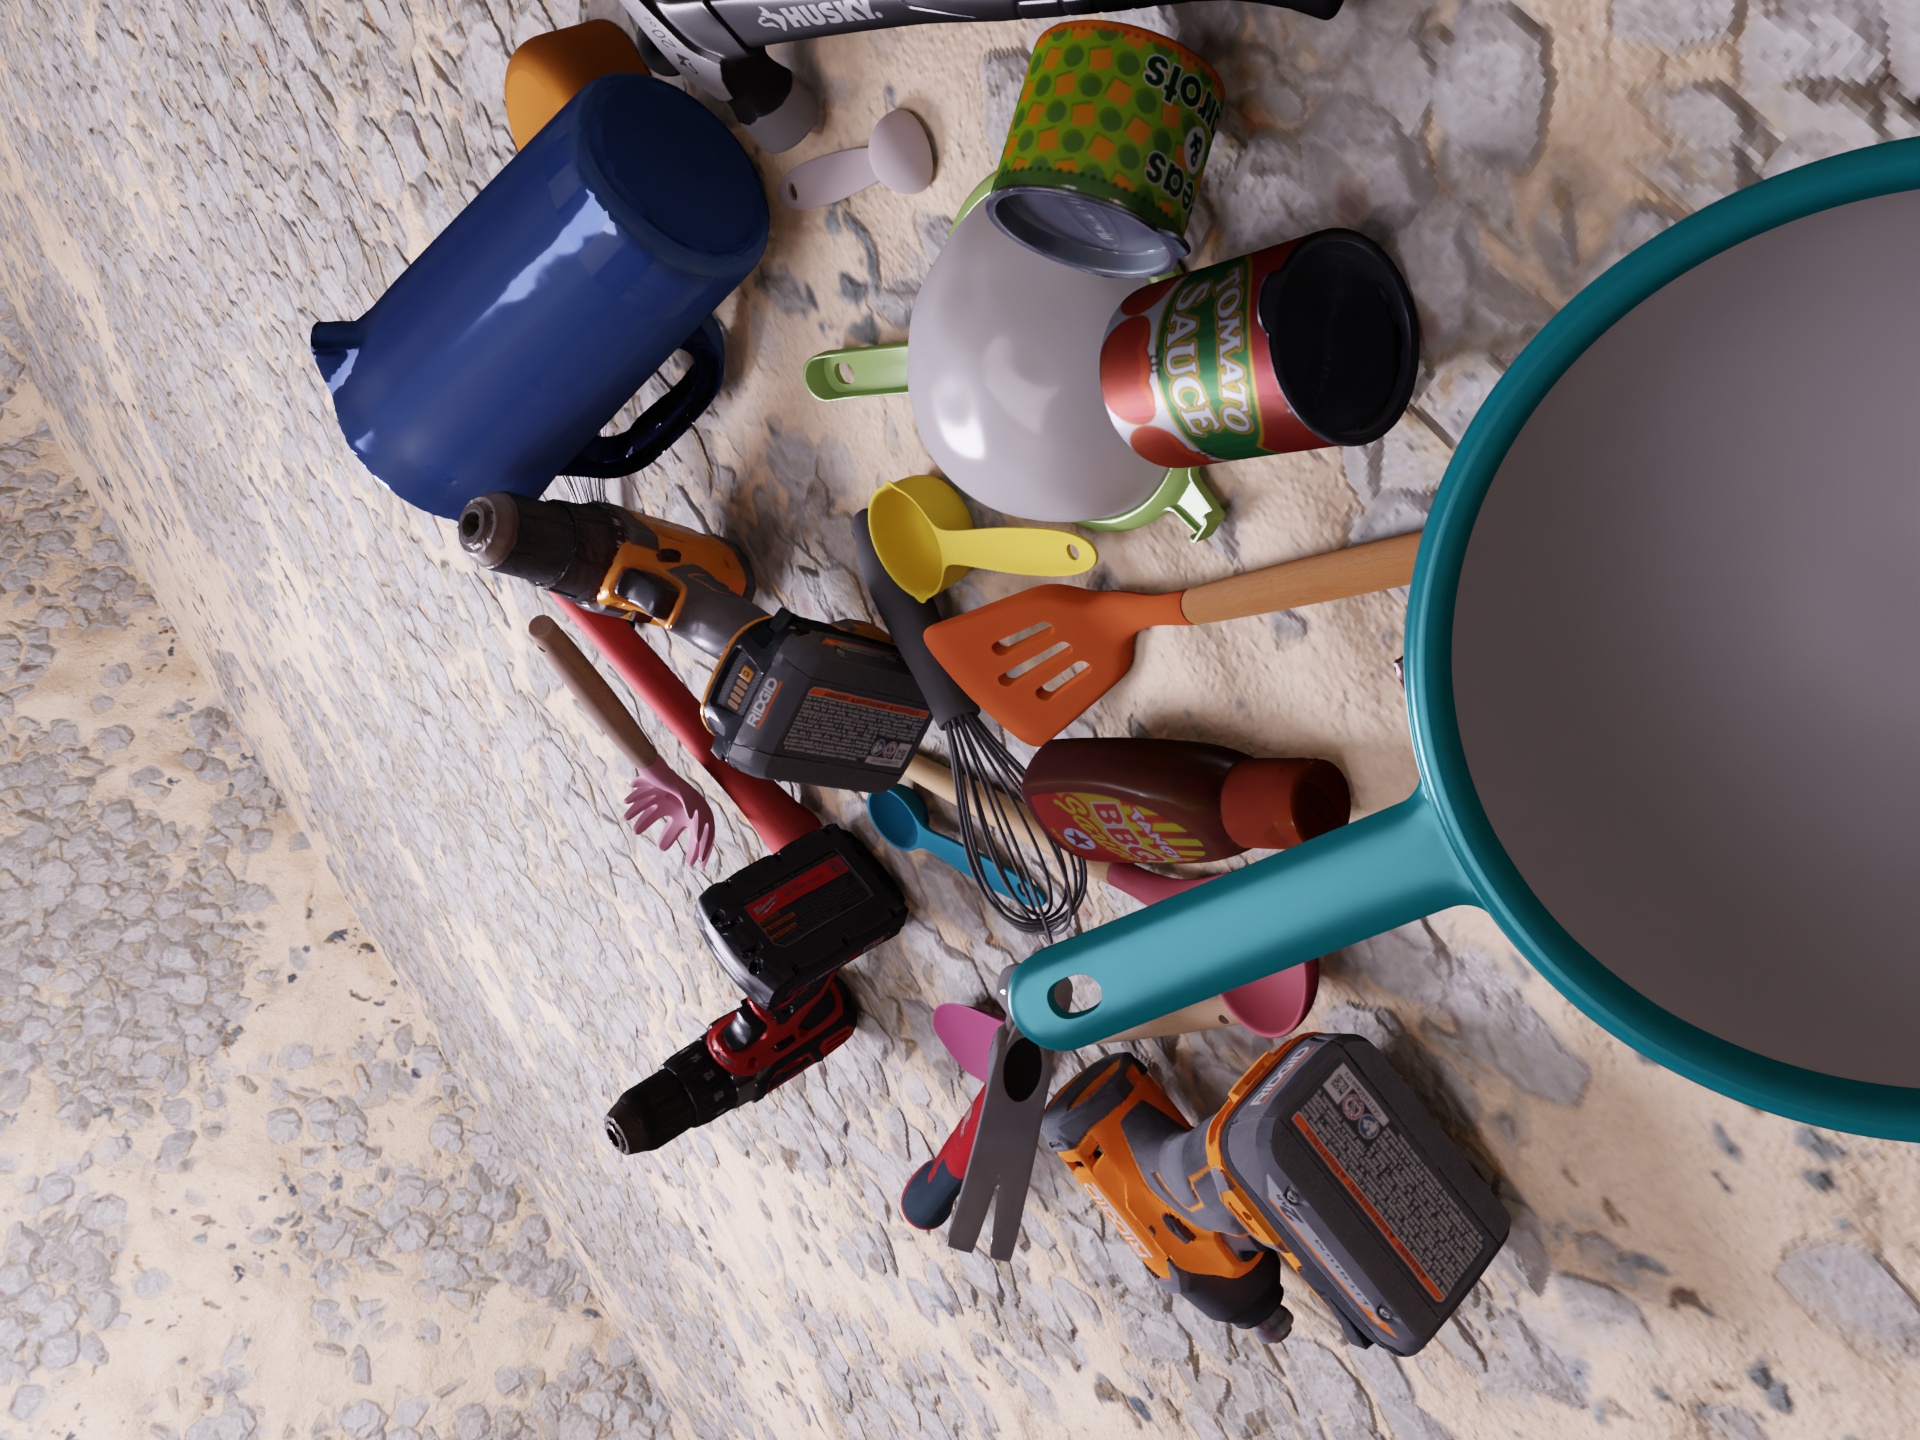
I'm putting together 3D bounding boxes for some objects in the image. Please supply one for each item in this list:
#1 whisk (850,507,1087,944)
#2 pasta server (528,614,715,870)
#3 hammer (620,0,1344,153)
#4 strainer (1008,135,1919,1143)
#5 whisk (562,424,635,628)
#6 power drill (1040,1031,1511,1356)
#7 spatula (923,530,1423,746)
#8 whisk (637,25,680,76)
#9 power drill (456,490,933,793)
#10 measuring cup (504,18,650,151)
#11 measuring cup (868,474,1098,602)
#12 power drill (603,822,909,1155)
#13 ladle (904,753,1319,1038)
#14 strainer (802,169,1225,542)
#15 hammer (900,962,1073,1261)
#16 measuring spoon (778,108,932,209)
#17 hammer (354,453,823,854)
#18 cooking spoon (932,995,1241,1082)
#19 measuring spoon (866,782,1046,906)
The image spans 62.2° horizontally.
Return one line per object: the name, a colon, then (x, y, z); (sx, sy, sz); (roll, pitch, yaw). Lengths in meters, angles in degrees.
whisk: (-0.002, -0.002, 0.770); (0.239, 0.055, 0.055); (65, 152, 16)
pasta server: (-0.189, 0.018, 0.894); (0.060, 0.040, 0.316); (26, 163, 14)
hammer: (-0.009, -0.260, 0.550); (0.335, 0.035, 0.146); (18, 166, 43)
strainer: (0.166, 0.007, 0.395); (0.340, 0.095, 0.211); (-27, 88, 27)
whisk: (-0.240, -0.153, 1.024); (0.070, 0.070, 0.284); (40, 149, 31)
power drill: (0.141, 0.225, 0.730); (0.164, 0.084, 0.226); (52, 154, -1)
spatula: (0.102, -0.040, 0.607); (0.081, 0.041, 0.323); (45, 154, -21)
whisk: (-0.084, -0.333, 0.633); (0.073, 0.073, 0.296); (64, 156, -6)
power drill: (-0.142, -0.052, 0.838); (0.226, 0.185, 0.084); (35, 104, 35)
measuring cup: (-0.206, -0.285, 0.855); (0.095, 0.052, 0.173); (47, 145, 23)
measuring cup: (0.015, -0.083, 0.720); (0.157, 0.029, 0.062); (12, 124, 50)
power drill: (-0.135, 0.183, 1.015); (0.080, 0.188, 0.226); (48, 143, 21)
ladle: (0.059, 0.066, 0.775); (0.316, 0.031, 0.069); (26, 116, 48)
strainer: (-0.010, -0.142, 0.663); (0.256, 0.069, 0.151); (11, 124, 51)
hammer: (-0.001, 0.269, 0.933); (0.038, 0.143, 0.386); (15, 152, -1)
measuring spoon: (-0.053, -0.239, 0.698); (0.124, 0.018, 0.034); (10, 123, 55)
hammer: (-0.212, -0.049, 0.967); (0.359, 0.036, 0.149); (50, -170, -13)
cooking spoon: (0.063, 0.169, 0.864); (0.069, 0.017, 0.319); (54, 151, -4)
measuring spoon: (0.001, 0.068, 0.882); (0.129, 0.021, 0.042); (27, 136, 31)
